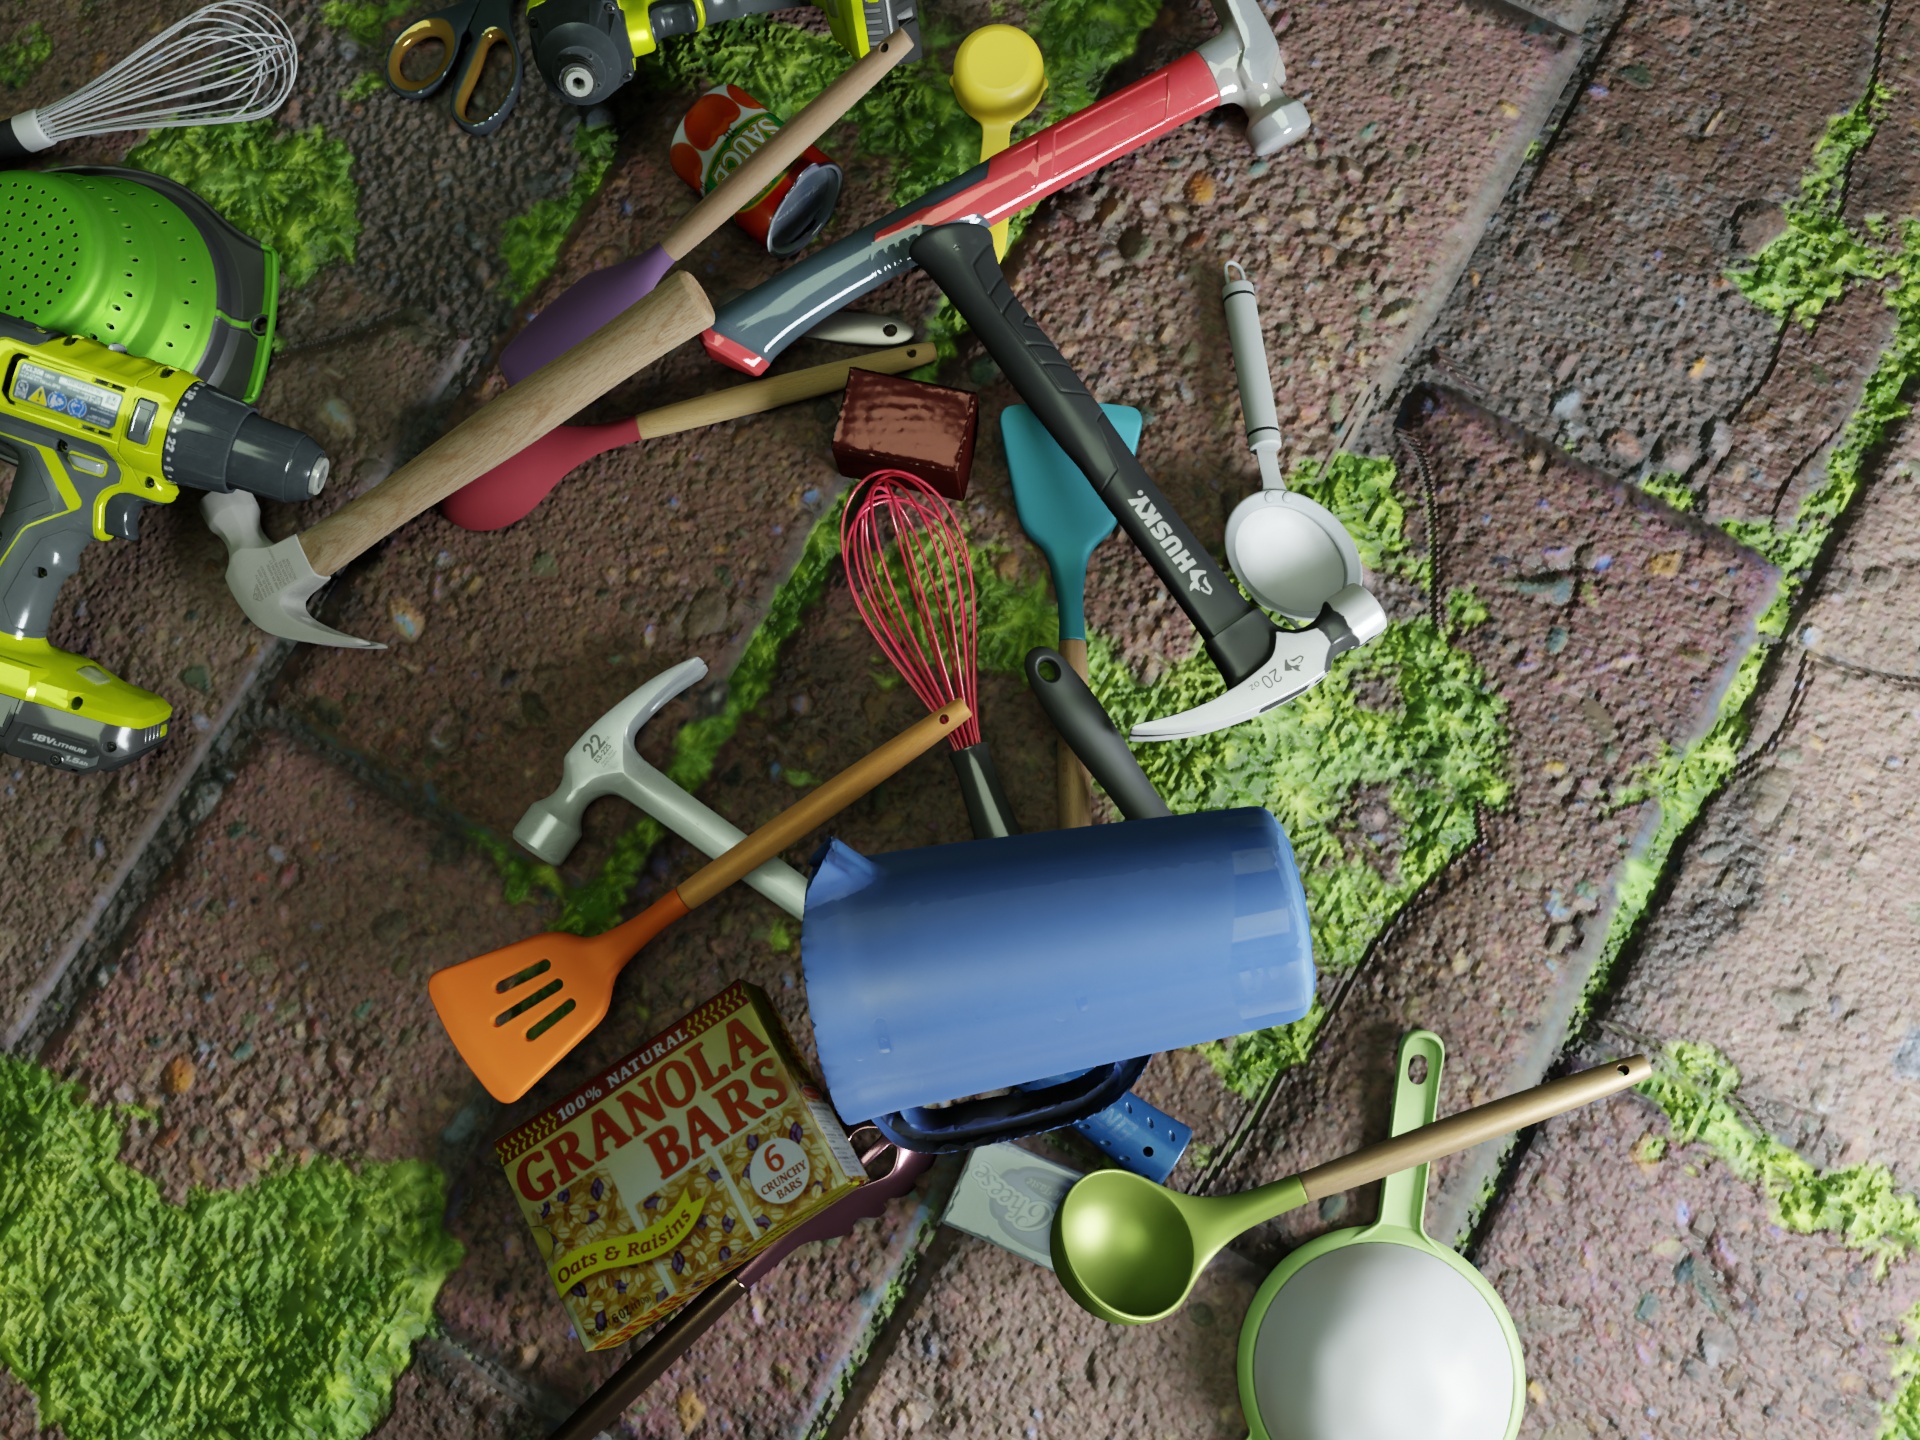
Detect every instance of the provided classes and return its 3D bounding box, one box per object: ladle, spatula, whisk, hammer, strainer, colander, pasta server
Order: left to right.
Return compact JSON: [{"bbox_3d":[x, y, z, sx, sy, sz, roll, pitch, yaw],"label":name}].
[{"bbox_3d":[-0.622,-0.260,0.949,0.397,0.094,0.204,3,80,3],"label":"colander"},{"bbox_3d":[-0.548,-0.379,0.991,0.284,0.070,0.070,-17,79,4],"label":"whisk"},{"bbox_3d":[-0.283,-0.152,0.913,0.331,0.031,0.130,-30,82,10],"label":"hammer"},{"bbox_3d":[-0.167,-0.180,0.951,0.315,0.031,0.069,-15,82,-2],"label":"ladle"},{"bbox_3d":[-0.150,-0.287,0.922,0.316,0.018,0.060,-36,79,18],"label":"spatula"},{"bbox_3d":[-0.137,0.318,0.858,0.316,0.040,0.060,-43,81,-1],"label":"pasta server"},{"bbox_3d":[-0.130,0.082,0.853,0.322,0.041,0.081,-35,82,0],"label":"spatula"},{"bbox_3d":[-0.048,0.120,0.884,0.405,0.035,0.144,34,83,8],"label":"hammer"},{"bbox_3d":[-0.001,-0.003,0.896,0.073,0.073,0.296,-19,86,-1],"label":"whisk"},{"bbox_3d":[0.010,-0.327,0.944,0.386,0.038,0.143,-29,94,-4],"label":"hammer"},{"bbox_3d":[0.063,-0.022,0.902,0.082,0.044,0.317,0,81,-4],"label":"spatula"},{"bbox_3d":[0.074,-0.141,0.875,0.146,0.035,0.335,-34,78,-4],"label":"hammer"},{"bbox_3d":[0.110,0.057,0.869,0.055,0.055,0.239,-35,87,-4],"label":"whisk"},{"bbox_3d":[0.178,-0.154,0.924,0.087,0.050,0.259,0,72,-20],"label":"strainer"},{"bbox_3d":[0.199,0.226,0.807,0.320,0.062,0.078,-20,61,2],"label":"ladle"},{"bbox_3d":[0.230,0.290,0.823,0.151,0.069,0.256,9,82,4],"label":"strainer"}]

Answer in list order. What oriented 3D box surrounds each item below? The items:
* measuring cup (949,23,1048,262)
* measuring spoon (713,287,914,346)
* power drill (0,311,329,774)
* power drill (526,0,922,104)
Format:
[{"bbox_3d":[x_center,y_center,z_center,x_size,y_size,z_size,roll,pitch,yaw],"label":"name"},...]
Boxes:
[{"bbox_3d":[0.021,-0.351,0.971,0.062,0.029,0.156,3,80,3],"label":"measuring cup"},{"bbox_3d":[-0.090,-0.243,0.962,0.124,0.018,0.034,7,80,3],"label":"measuring spoon"},{"bbox_3d":[-0.476,-0.092,0.888,0.190,0.080,0.228,19,95,-11],"label":"power drill"},{"bbox_3d":[-0.141,-0.422,0.939,0.223,0.080,0.171,-11,43,-1],"label":"power drill"}]
